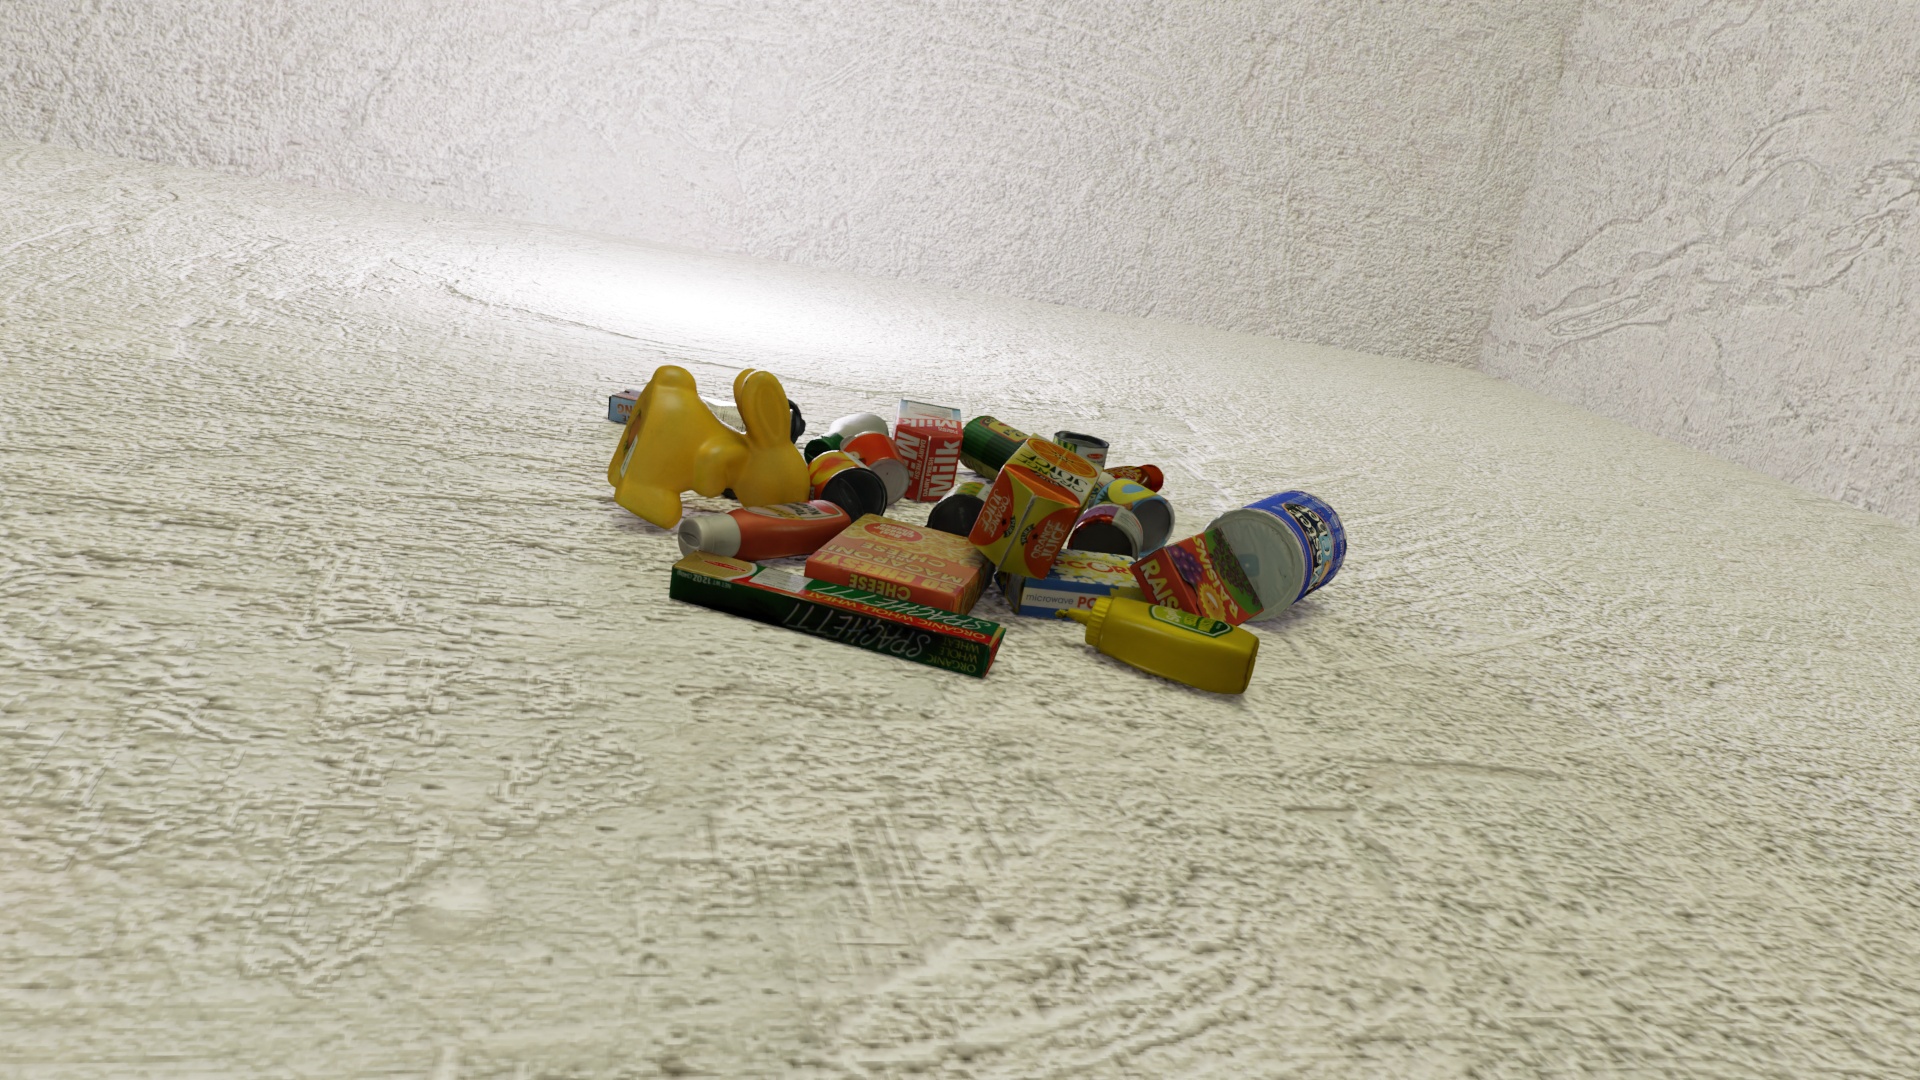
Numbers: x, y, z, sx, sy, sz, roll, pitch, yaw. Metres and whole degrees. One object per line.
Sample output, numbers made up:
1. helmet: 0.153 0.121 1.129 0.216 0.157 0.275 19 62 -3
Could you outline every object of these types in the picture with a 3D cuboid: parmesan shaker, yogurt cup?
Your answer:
1. parmesan shaker: 0.053 -0.094 1.558 0.071 0.071 0.103 -1 20 -35
2. yogurt cup: -0.085 -0.069 1.391 0.072 0.072 0.054 3 26 -26

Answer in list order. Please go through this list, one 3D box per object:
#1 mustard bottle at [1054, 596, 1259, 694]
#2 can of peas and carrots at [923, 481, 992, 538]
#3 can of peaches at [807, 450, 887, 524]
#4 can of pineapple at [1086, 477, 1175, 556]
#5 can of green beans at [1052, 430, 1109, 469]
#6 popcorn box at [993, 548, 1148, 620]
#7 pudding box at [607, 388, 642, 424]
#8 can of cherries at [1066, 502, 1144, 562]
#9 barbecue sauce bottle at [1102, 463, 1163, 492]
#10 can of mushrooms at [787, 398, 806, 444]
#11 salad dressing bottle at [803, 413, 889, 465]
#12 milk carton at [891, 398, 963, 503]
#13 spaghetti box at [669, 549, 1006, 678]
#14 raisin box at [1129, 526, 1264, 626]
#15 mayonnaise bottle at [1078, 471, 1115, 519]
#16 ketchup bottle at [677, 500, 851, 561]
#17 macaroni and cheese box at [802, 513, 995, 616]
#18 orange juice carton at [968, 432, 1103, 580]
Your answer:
1. mustard bottle: 0.150 0.076 1.083 0.160 0.048 0.065 16 15 15
2. can of peas and carrots: 0.005 -0.016 1.268 0.071 0.070 0.059 13 16 6
3. can of peaches: -0.111 -0.043 1.285 0.071 0.071 0.058 3 18 -26
4. can of pineapple: 0.172 -0.023 1.397 0.071 0.070 0.058 1 19 -30
5. can of green beans: 0.135 -0.090 1.609 0.071 0.057 0.071 10 16 -3
6. popcorn box: 0.099 0.038 1.193 0.127 0.038 0.085 7 17 -15
7. pudding box: -0.338 -0.141 1.524 0.084 0.030 0.050 13 18 8
8. can of cherries: 0.132 0.005 1.283 0.071 0.071 0.058 13 17 8
9. barbecue sauce bottle: 0.184 -0.061 1.571 0.065 0.043 0.149 20 18 28
10. can of mushrooms: -0.205 -0.126 1.497 0.071 0.070 0.033 -4 20 -41
11. salad dressing bottle: -0.126 -0.107 1.527 0.064 0.043 0.148 17 18 14
12. milk carton: -0.039 -0.096 1.493 0.073 0.072 0.191 10 15 -4
13. spaghetti box: -0.092 0.053 1.036 0.250 0.028 0.050 14 16 9
14. raisin box: 0.201 0.041 1.170 0.040 0.086 0.124 -31 -9 33
15. mayonnaise bottle: 0.133 -0.047 1.465 0.148 0.064 0.041 12 14 -8
16. ketchup bottle: -0.165 -0.006 1.163 0.065 0.043 0.149 20 19 41
17. macaroni and cheese box: -0.046 0.027 1.136 0.124 0.040 0.167 14 16 9
18. orange juice carton: 0.062 -0.027 1.165 0.073 0.071 0.193 28 19 4
